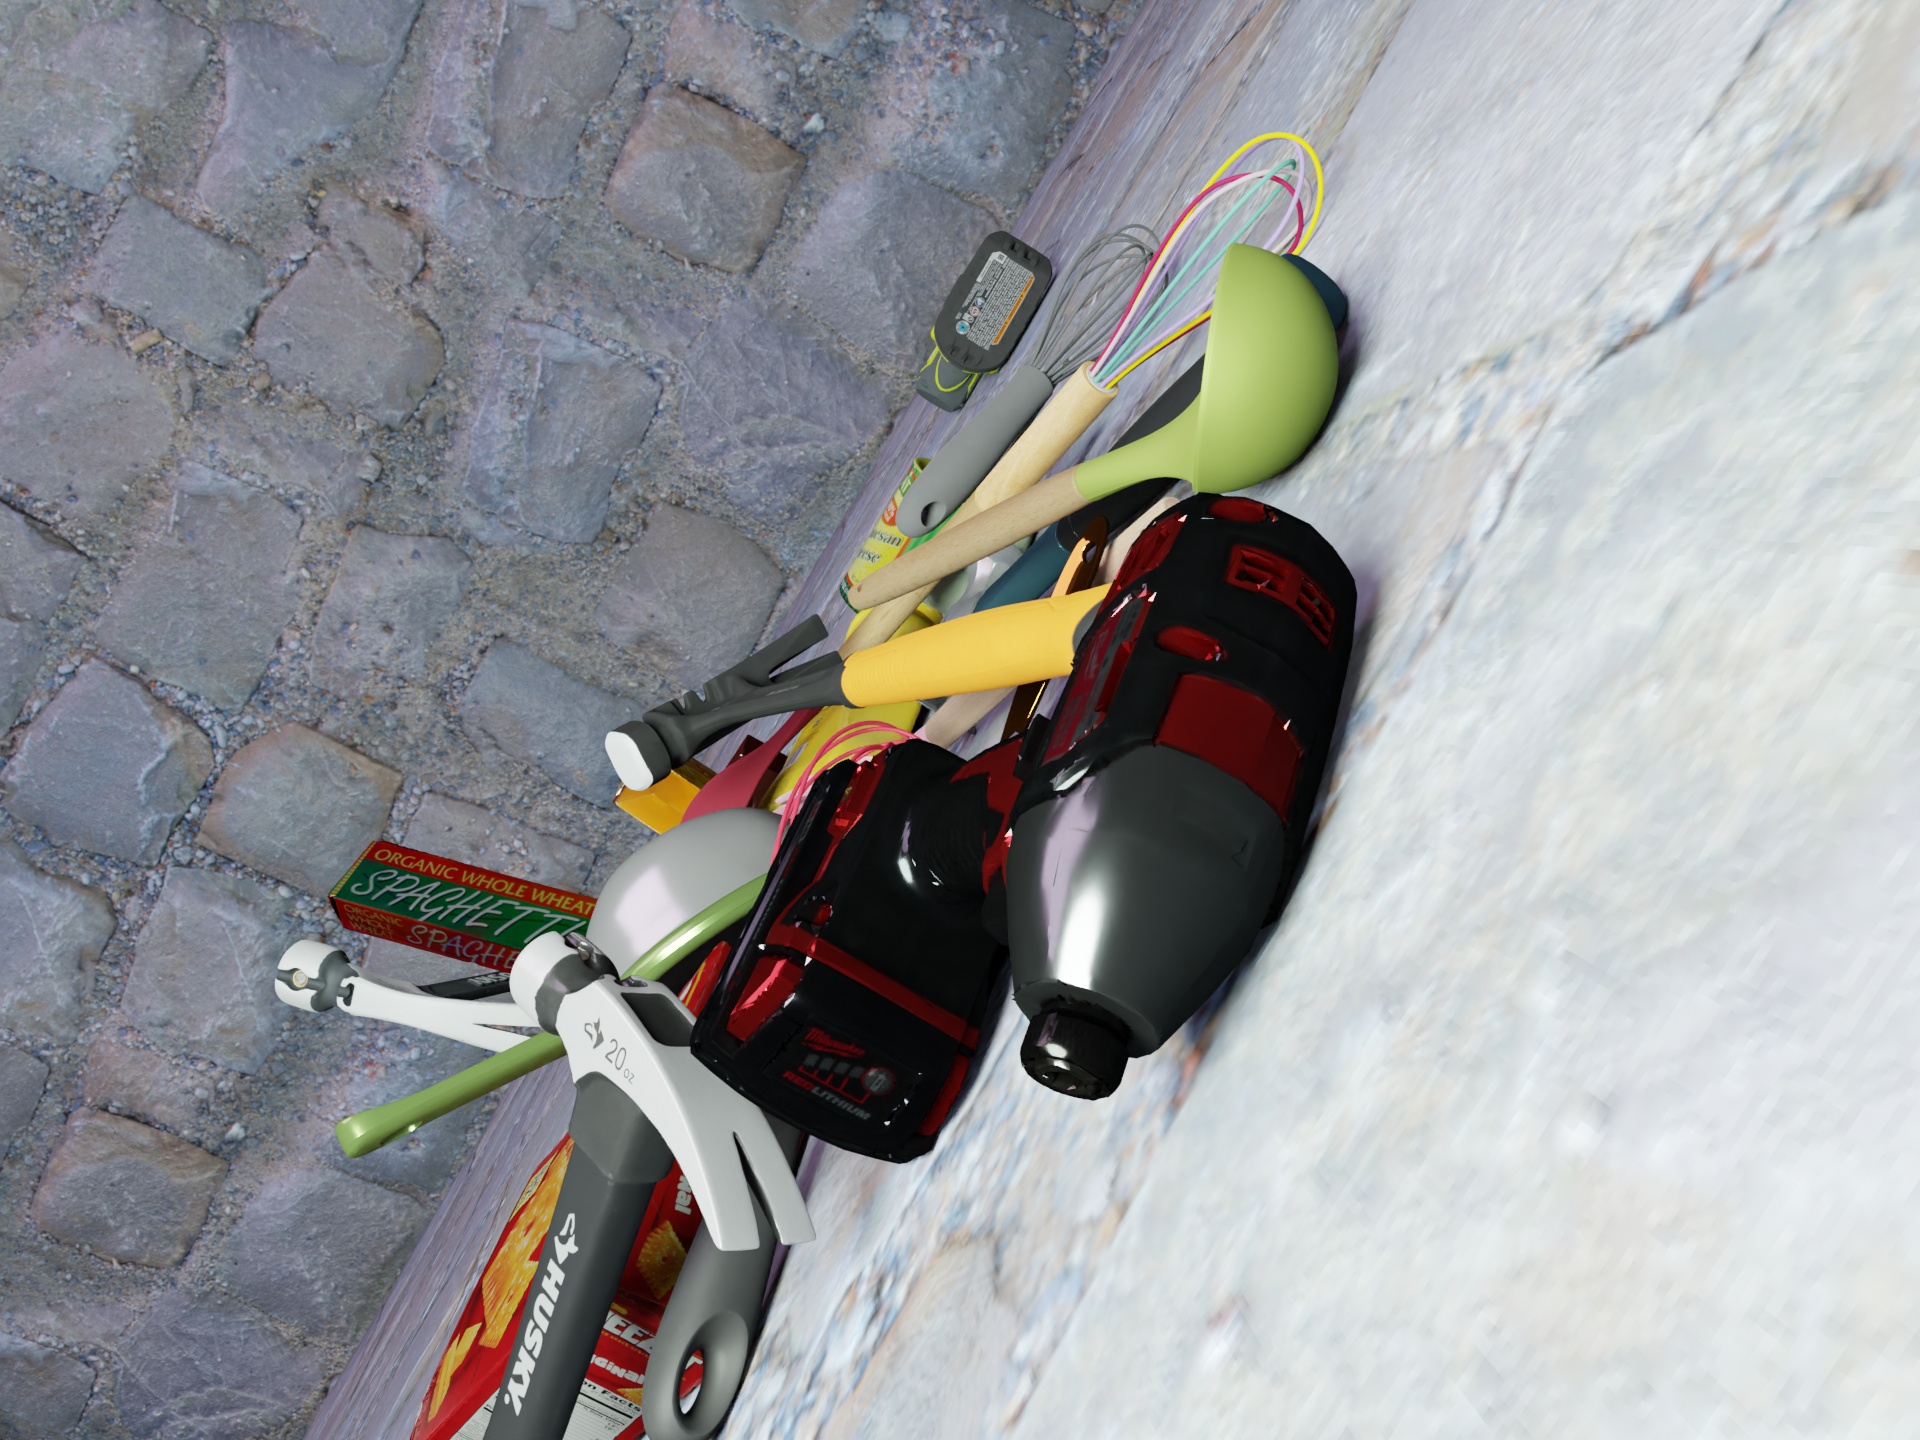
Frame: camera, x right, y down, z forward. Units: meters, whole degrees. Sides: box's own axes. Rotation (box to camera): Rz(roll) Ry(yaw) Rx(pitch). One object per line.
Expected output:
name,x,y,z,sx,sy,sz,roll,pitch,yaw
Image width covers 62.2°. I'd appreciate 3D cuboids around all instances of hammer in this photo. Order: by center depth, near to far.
hammer,-0.144,0.249,0.514,0.146,0.035,0.335,26,100,45
hammer,-0.022,-0.021,0.623,0.127,0.034,0.337,-33,13,-32
hammer,0.057,-0.089,0.675,0.331,0.033,0.128,-43,19,59
hammer,-0.254,0.161,1.033,0.409,0.149,0.036,14,-91,-77

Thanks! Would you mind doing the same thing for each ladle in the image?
ladle,0.024,-0.088,0.604,0.320,0.062,0.078,-18,55,58
ladle,-0.049,-0.040,0.824,0.315,0.031,0.069,-49,18,-1

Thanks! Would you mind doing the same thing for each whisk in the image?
whisk,-0.061,0.119,0.595,0.073,0.073,0.296,-47,21,51
whisk,0.077,-0.166,0.721,0.245,0.047,0.051,-44,8,44
whisk,0.040,-0.185,0.864,0.239,0.055,0.055,-51,7,-21

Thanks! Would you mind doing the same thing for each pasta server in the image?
pasta server,-0.001,-0.002,0.698,0.040,0.060,0.316,-40,-2,-42

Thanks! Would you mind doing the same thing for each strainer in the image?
strainer,-0.159,0.105,0.704,0.256,0.069,0.151,-24,-20,-33

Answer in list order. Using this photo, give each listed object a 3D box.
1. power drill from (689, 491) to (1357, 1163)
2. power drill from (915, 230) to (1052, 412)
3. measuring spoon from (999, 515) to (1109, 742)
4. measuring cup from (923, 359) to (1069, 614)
power drill,0.011,0.045,0.418,0.219,0.078,0.143,-39,23,56
power drill,0.023,-0.415,1.633,0.171,0.080,0.223,-60,7,-1
measuring spoon,0.035,-0.023,0.608,0.021,0.011,0.117,25,94,60
measuring cup,0.033,-0.128,0.894,0.167,0.038,0.083,-60,10,-13
